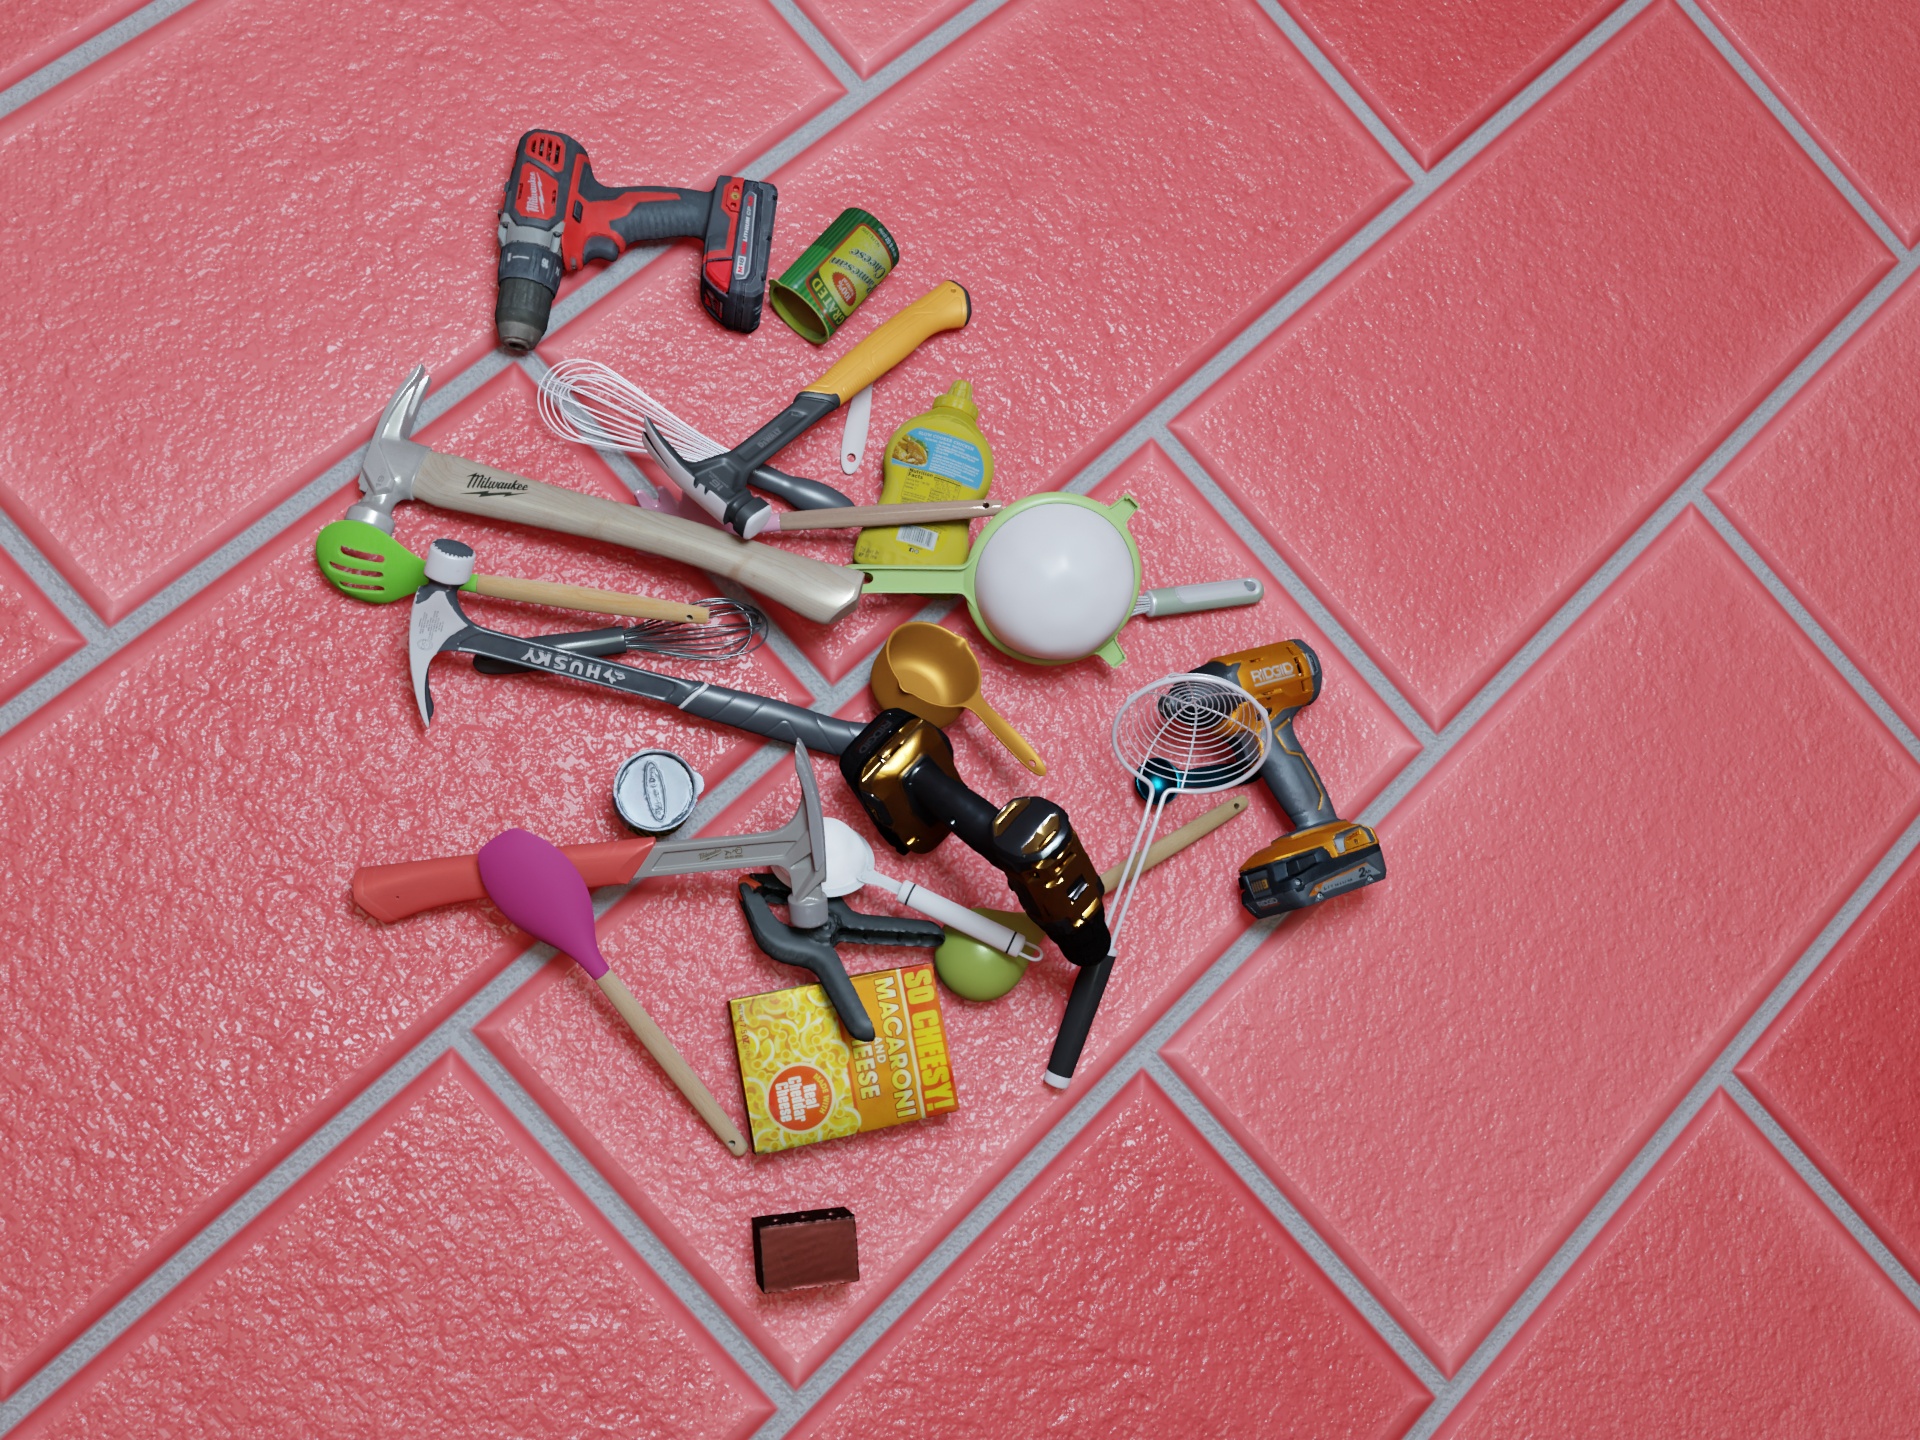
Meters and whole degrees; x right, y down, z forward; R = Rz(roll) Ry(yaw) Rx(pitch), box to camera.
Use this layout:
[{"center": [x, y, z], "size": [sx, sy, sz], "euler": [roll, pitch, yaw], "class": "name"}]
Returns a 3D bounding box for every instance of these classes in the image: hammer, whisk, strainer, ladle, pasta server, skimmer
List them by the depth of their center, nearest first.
[{"center": [-0.284, 0.103, 1.223], "size": [0.359, 0.037, 0.149], "euler": [-5, 108, -1], "class": "hammer"}, {"center": [-0.237, -0.020, 1.282], "size": [0.408, 0.036, 0.149], "euler": [16, 113, -16], "class": "hammer"}, {"center": [-0.050, 0.133, 1.283], "size": [0.258, 0.050, 0.087], "euler": [25, 41, 6], "class": "strainer"}, {"center": [-0.276, -0.168, 1.285], "size": [0.410, 0.038, 0.146], "euler": [16, 76, 0], "class": "hammer"}, {"center": [0.142, 0.135, 1.287], "size": [0.127, 0.090, 0.363], "euler": [19, 93, -8], "class": "skimmer"}, {"center": [-0.275, -0.063, 1.298], "size": [0.239, 0.055, 0.055], "euler": [-9, 82, -10], "class": "whisk"}, {"center": [0.029, -0.108, 1.302], "size": [0.256, 0.069, 0.151], "euler": [0, 111, -8], "class": "strainer"}, {"center": [-0.123, -0.168, 1.319], "size": [0.316, 0.040, 0.060], "euler": [-3, 80, 2], "class": "pasta server"}, {"center": [-0.218, -0.227, 1.338], "size": [0.284, 0.070, 0.070], "euler": [22, 76, -14], "class": "whisk"}, {"center": [-0.111, -0.286, 1.341], "size": [0.127, 0.034, 0.337], "euler": [41, 59, 9], "class": "hammer"}, {"center": [0.117, 0.141, 1.360], "size": [0.320, 0.062, 0.078], "euler": [-28, 89, -23], "class": "ladle"}, {"center": [0.159, -0.103, 1.405], "size": [0.246, 0.059, 0.058], "euler": [-8, 61, -19], "class": "whisk"}]

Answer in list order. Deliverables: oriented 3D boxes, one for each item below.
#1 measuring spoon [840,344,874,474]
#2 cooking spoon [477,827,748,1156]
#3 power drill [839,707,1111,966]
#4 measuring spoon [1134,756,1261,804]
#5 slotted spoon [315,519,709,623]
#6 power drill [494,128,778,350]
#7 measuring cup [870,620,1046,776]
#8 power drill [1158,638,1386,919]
[{"center": [-0.086, -0.275, 1.392], "size": [0.034, 0.018, 0.124], "euler": [12, 78, -11], "class": "measuring spoon"}, {"center": [-0.261, 0.216, 1.229], "size": [0.069, 0.017, 0.318], "euler": [-33, 103, 7], "class": "cooking spoon"}, {"center": [0.023, 0.099, 1.260], "size": [0.226, 0.185, 0.084], "euler": [30, 69, 39], "class": "power drill"}, {"center": [0.208, 0.052, 1.407], "size": [0.128, 0.021, 0.042], "euler": [-4, 80, -23], "class": "measuring spoon"}, {"center": [-0.357, -0.106, 1.263], "size": [0.313, 0.031, 0.070], "euler": [8, 121, -5], "class": "slotted spoon"}, {"center": [-0.277, -0.388, 1.340], "size": [0.226, 0.080, 0.188], "euler": [8, 78, -9], "class": "power drill"}, {"center": [-0.002, -0.004, 1.329], "size": [0.173, 0.052, 0.095], "euler": [45, 45, 4], "class": "measuring cup"}, {"center": [0.262, 0.050, 1.370], "size": [0.164, 0.084, 0.226], "euler": [-13, 81, -31], "class": "power drill"}]
